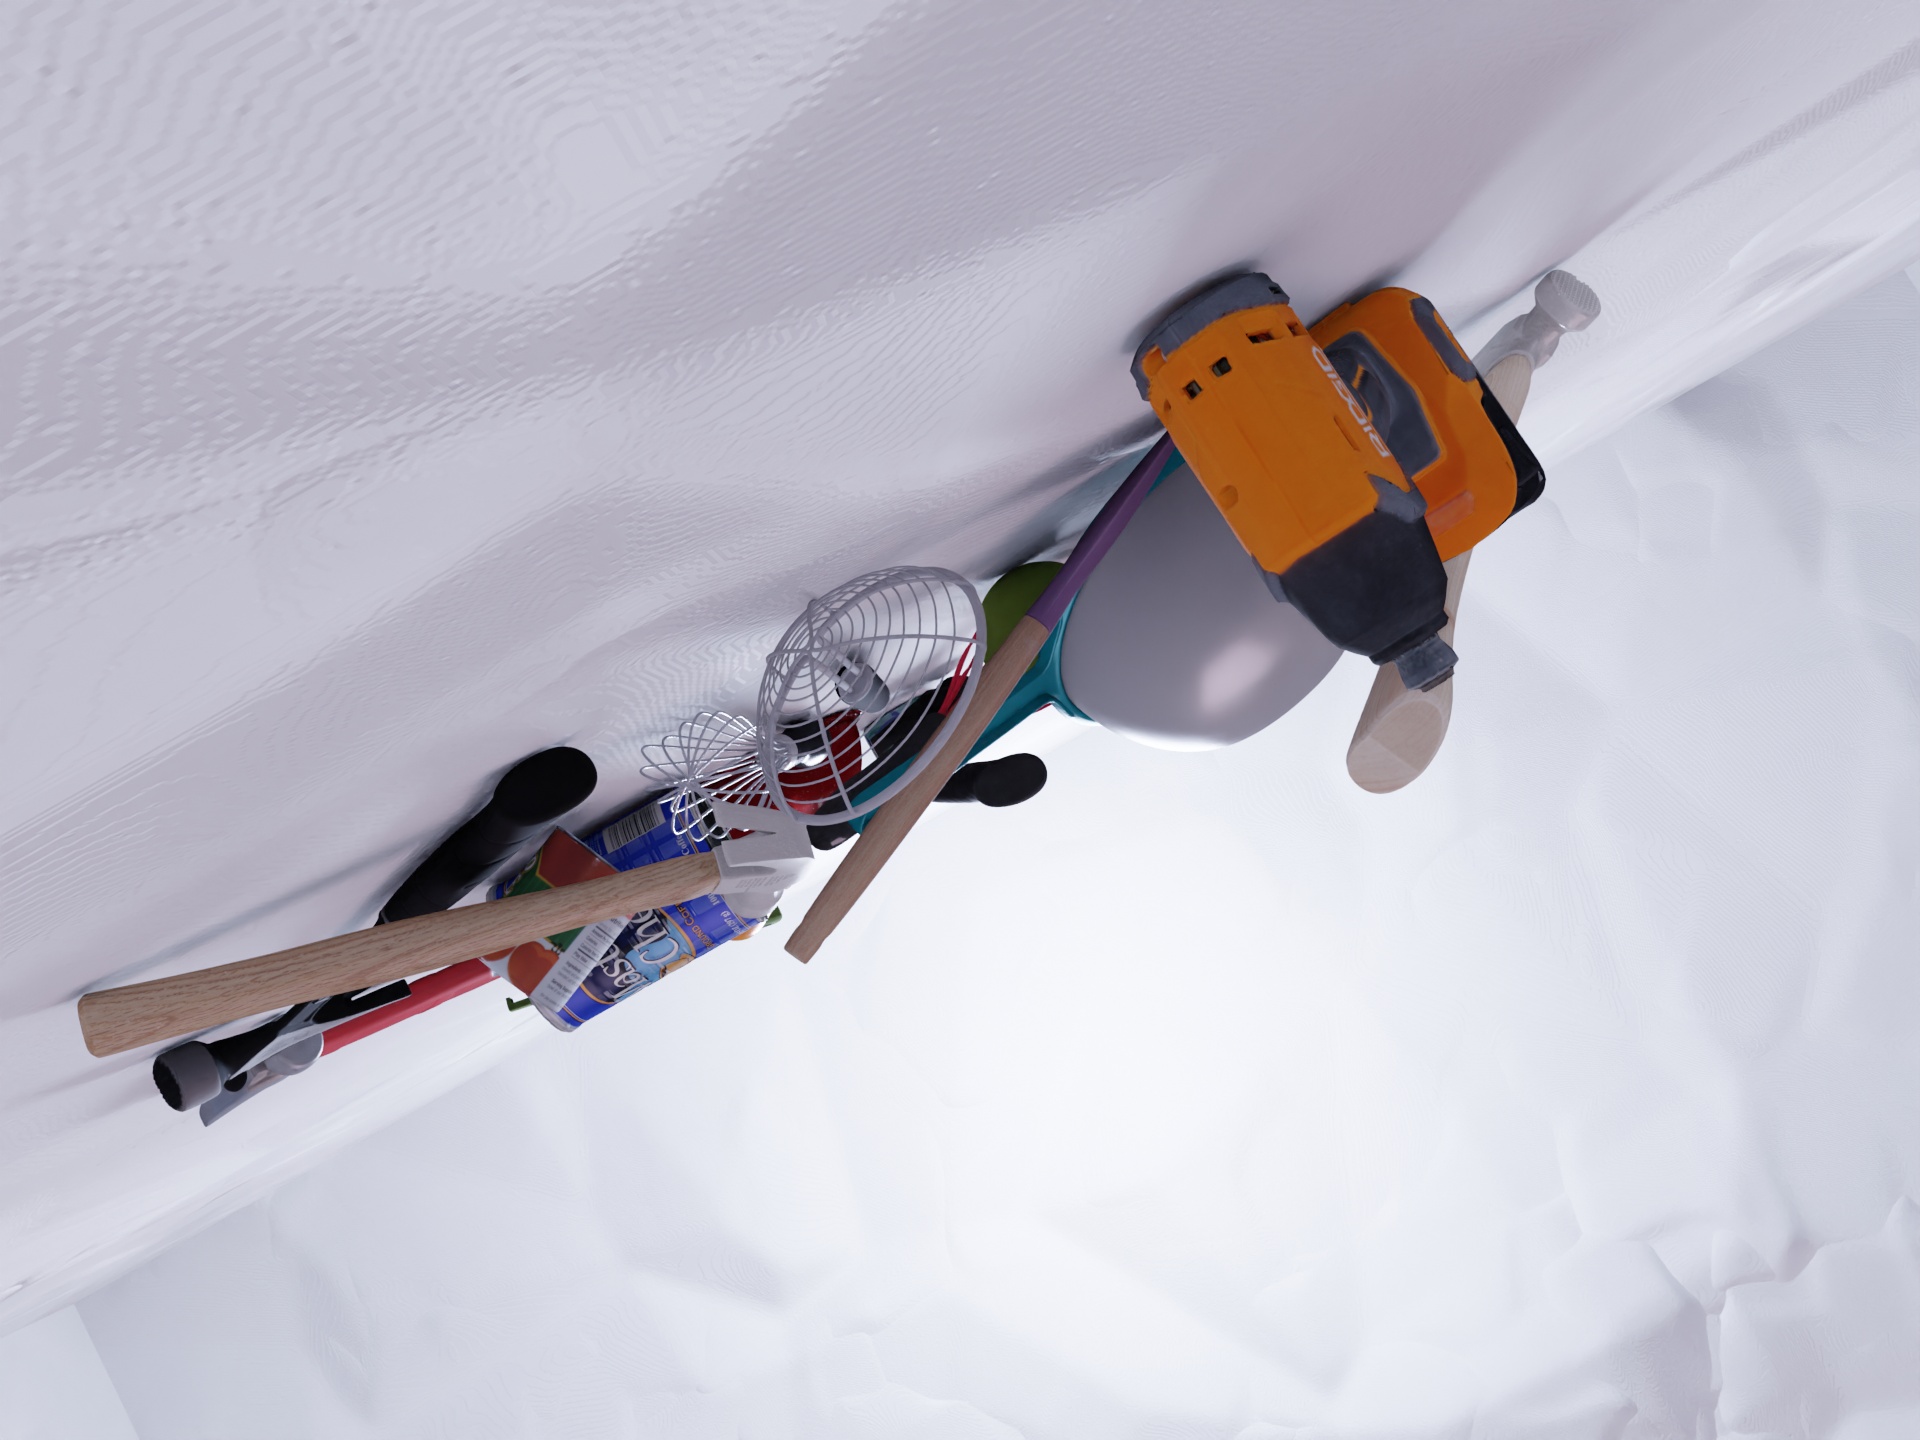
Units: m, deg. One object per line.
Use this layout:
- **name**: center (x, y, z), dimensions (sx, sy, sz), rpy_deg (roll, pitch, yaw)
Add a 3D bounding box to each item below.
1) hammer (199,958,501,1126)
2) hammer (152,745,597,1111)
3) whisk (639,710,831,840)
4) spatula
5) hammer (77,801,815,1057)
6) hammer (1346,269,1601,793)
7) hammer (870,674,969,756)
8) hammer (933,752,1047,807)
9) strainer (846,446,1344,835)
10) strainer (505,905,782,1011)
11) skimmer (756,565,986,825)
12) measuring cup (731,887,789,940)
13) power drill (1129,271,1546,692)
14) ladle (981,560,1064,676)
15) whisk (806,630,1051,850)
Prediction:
- **hammer**: center (-0.380, 0.197, 1.195), dimensions (0.143, 0.038, 0.386), rpy_deg (-32, 174, 34)
- **hammer**: center (-0.296, 0.109, 0.838), dimensions (0.149, 0.036, 0.409), rpy_deg (-25, 173, -47)
- **whisk**: center (-0.111, 0.022, 0.901), dimensions (0.070, 0.070, 0.284), rpy_deg (-30, 179, 9)
- **spatula**: center (0.019, -0.023, 0.718), dimensions (0.316, 0.018, 0.059), rpy_deg (-54, 179, -11)
- **hammer**: center (-0.224, 0.097, 0.739), dimensions (0.331, 0.031, 0.130), rpy_deg (-12, 162, -25)
- **hammer**: center (0.254, -0.097, 0.838), dimensions (0.146, 0.038, 0.411), rpy_deg (-52, -176, 45)
- **hammer**: center (0.095, -0.033, 1.061), dimensions (0.337, 0.034, 0.127), rpy_deg (-17, -165, 34)
- **hammer**: center (-0.013, 0.046, 1.151), dimensions (0.146, 0.035, 0.335), rpy_deg (-22, -177, -20)
- **strainer**: center (0.100, -0.021, 0.827), dimensions (0.340, 0.095, 0.210), rpy_deg (-36, 148, -16)
- **strainer**: center (-0.228, 0.151, 1.234), dimensions (0.151, 0.069, 0.256), rpy_deg (-28, 171, 28)
- **skimmer**: center (-0.037, -0.007, 0.812), dimensions (0.127, 0.090, 0.363), rpy_deg (-54, 177, -1)
- **measuring cup**: center (-0.182, 0.113, 1.181), dimensions (0.052, 0.095, 0.174), rpy_deg (-62, -167, 4)
- **power drill**: center (0.168, -0.100, 0.650), dimensions (0.084, 0.164, 0.226), rpy_deg (-35, 174, 32)
- **ladle**: center (0.122, -0.082, 0.994), dimensions (0.320, 0.062, 0.078), rpy_deg (-18, 144, -46)
- **whisk**: center (-0.001, -0.003, 0.931), dimensions (0.073, 0.073, 0.296), rpy_deg (-34, -175, 41)
